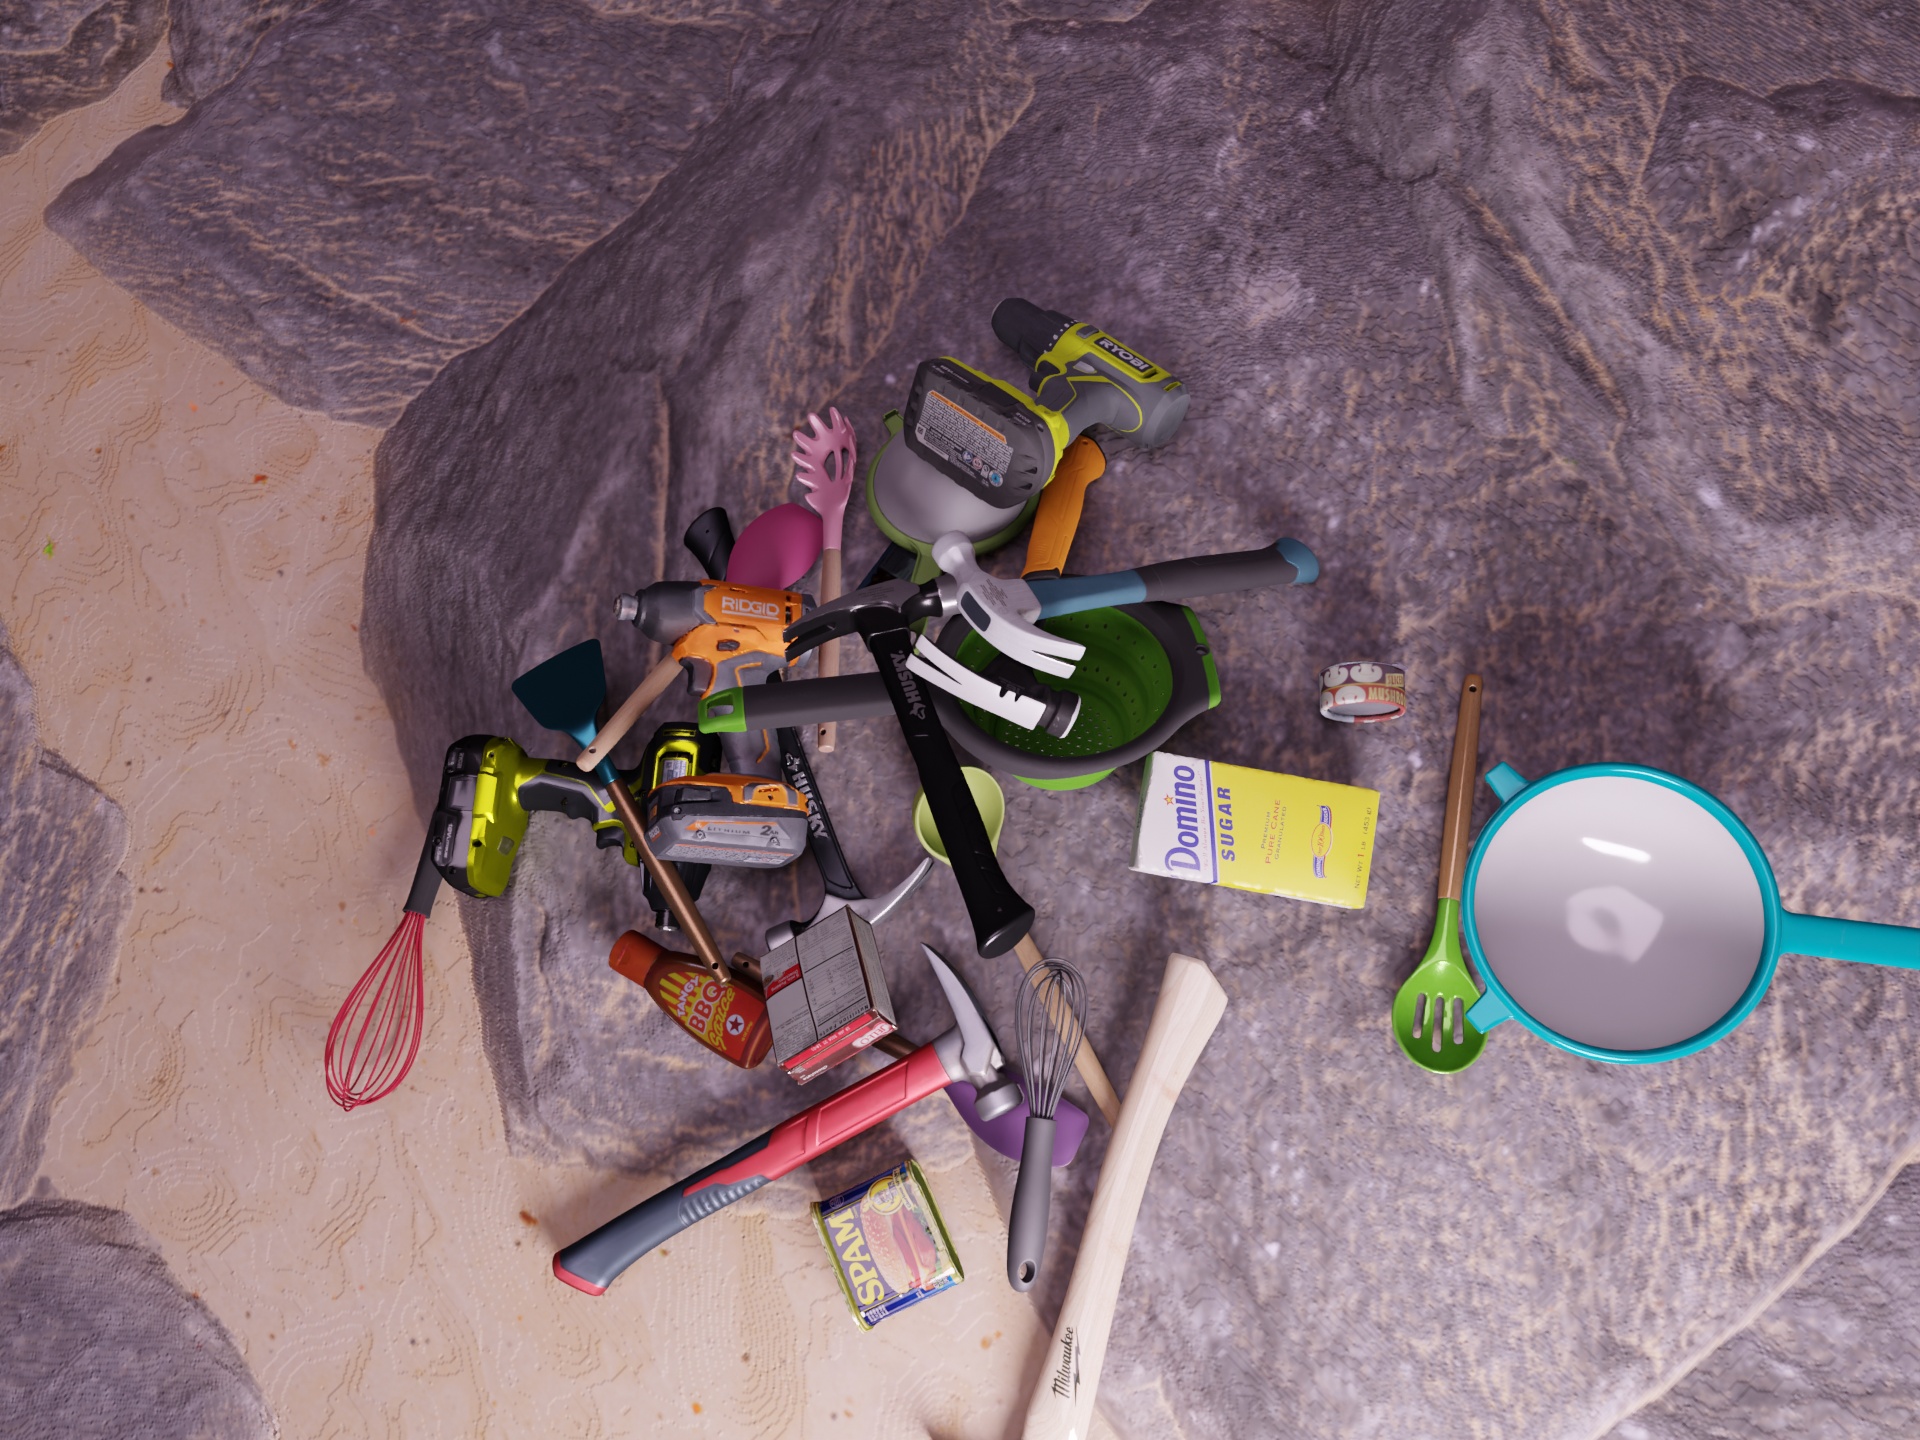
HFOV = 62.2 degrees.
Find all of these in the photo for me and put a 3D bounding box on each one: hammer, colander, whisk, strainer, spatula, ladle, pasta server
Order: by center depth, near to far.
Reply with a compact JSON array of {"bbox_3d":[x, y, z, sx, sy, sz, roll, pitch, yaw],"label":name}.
[{"bbox_3d":[0.528,0.148,1.134,0.340,0.095,0.211,6,77,11],"label":"strainer"},{"bbox_3d":[-0.025,0.026,1.137,0.146,0.035,0.335,-13,51,-11],"label":"hammer"},{"bbox_3d":[0.057,0.293,1.164,0.055,0.055,0.239,4,74,12],"label":"whisk"},{"bbox_3d":[0.101,0.368,1.165,0.146,0.038,0.411,16,80,16],"label":"hammer"},{"bbox_3d":[0.144,-0.106,1.219,0.331,0.033,0.128,-11,56,-32],"label":"hammer"},{"bbox_3d":[-0.150,0.320,1.228,0.386,0.038,0.143,-29,73,4],"label":"hammer"},{"bbox_3d":[0.055,0.178,1.236,0.078,0.062,0.320,-23,72,-18],"label":"ladle"},{"bbox_3d":[-0.002,-0.004,1.246,0.397,0.094,0.205,-6,50,-4],"label":"colander"},{"bbox_3d":[0.059,-0.127,1.249,0.127,0.034,0.337,24,44,-5],"label":"hammer"},{"bbox_3d":[-0.048,0.260,1.250,0.316,0.018,0.060,26,82,16],"label":"spatula"},{"bbox_3d":[-0.263,0.074,1.279,0.082,0.044,0.318,-30,77,-7],"label":"spatula"},{"bbox_3d":[-0.019,-0.171,1.319,0.151,0.069,0.257,10,61,8],"label":"strainer"},{"bbox_3d":[-0.463,0.181,1.335,0.073,0.073,0.296,8,69,13],"label":"whisk"},{"bbox_3d":[-0.151,-0.006,1.343,0.149,0.036,0.409,-23,70,2],"label":"hammer"},{"bbox_3d":[-0.114,-0.123,1.354,0.060,0.040,0.316,-11,64,22],"label":"pasta server"}]

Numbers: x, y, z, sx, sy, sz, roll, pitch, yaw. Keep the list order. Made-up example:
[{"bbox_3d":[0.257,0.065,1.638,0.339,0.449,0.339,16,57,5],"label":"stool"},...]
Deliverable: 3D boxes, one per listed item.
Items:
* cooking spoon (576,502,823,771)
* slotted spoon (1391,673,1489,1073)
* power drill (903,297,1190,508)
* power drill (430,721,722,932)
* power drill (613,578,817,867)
[{"bbox_3d":[-0.215,-0.075,1.327,0.069,0.017,0.319,31,60,9],"label":"cooking spoon"},{"bbox_3d":[0.376,0.112,1.209,0.070,0.031,0.314,7,73,13],"label":"slotted spoon"},{"bbox_3d":[0.058,-0.273,1.314,0.191,0.080,0.228,37,43,18],"label":"power drill"},{"bbox_3d":[-0.316,0.088,1.326,0.223,0.080,0.171,1,72,8],"label":"power drill"},{"bbox_3d":[-0.197,-0.005,1.261,0.164,0.084,0.227,8,69,-24],"label":"power drill"}]
